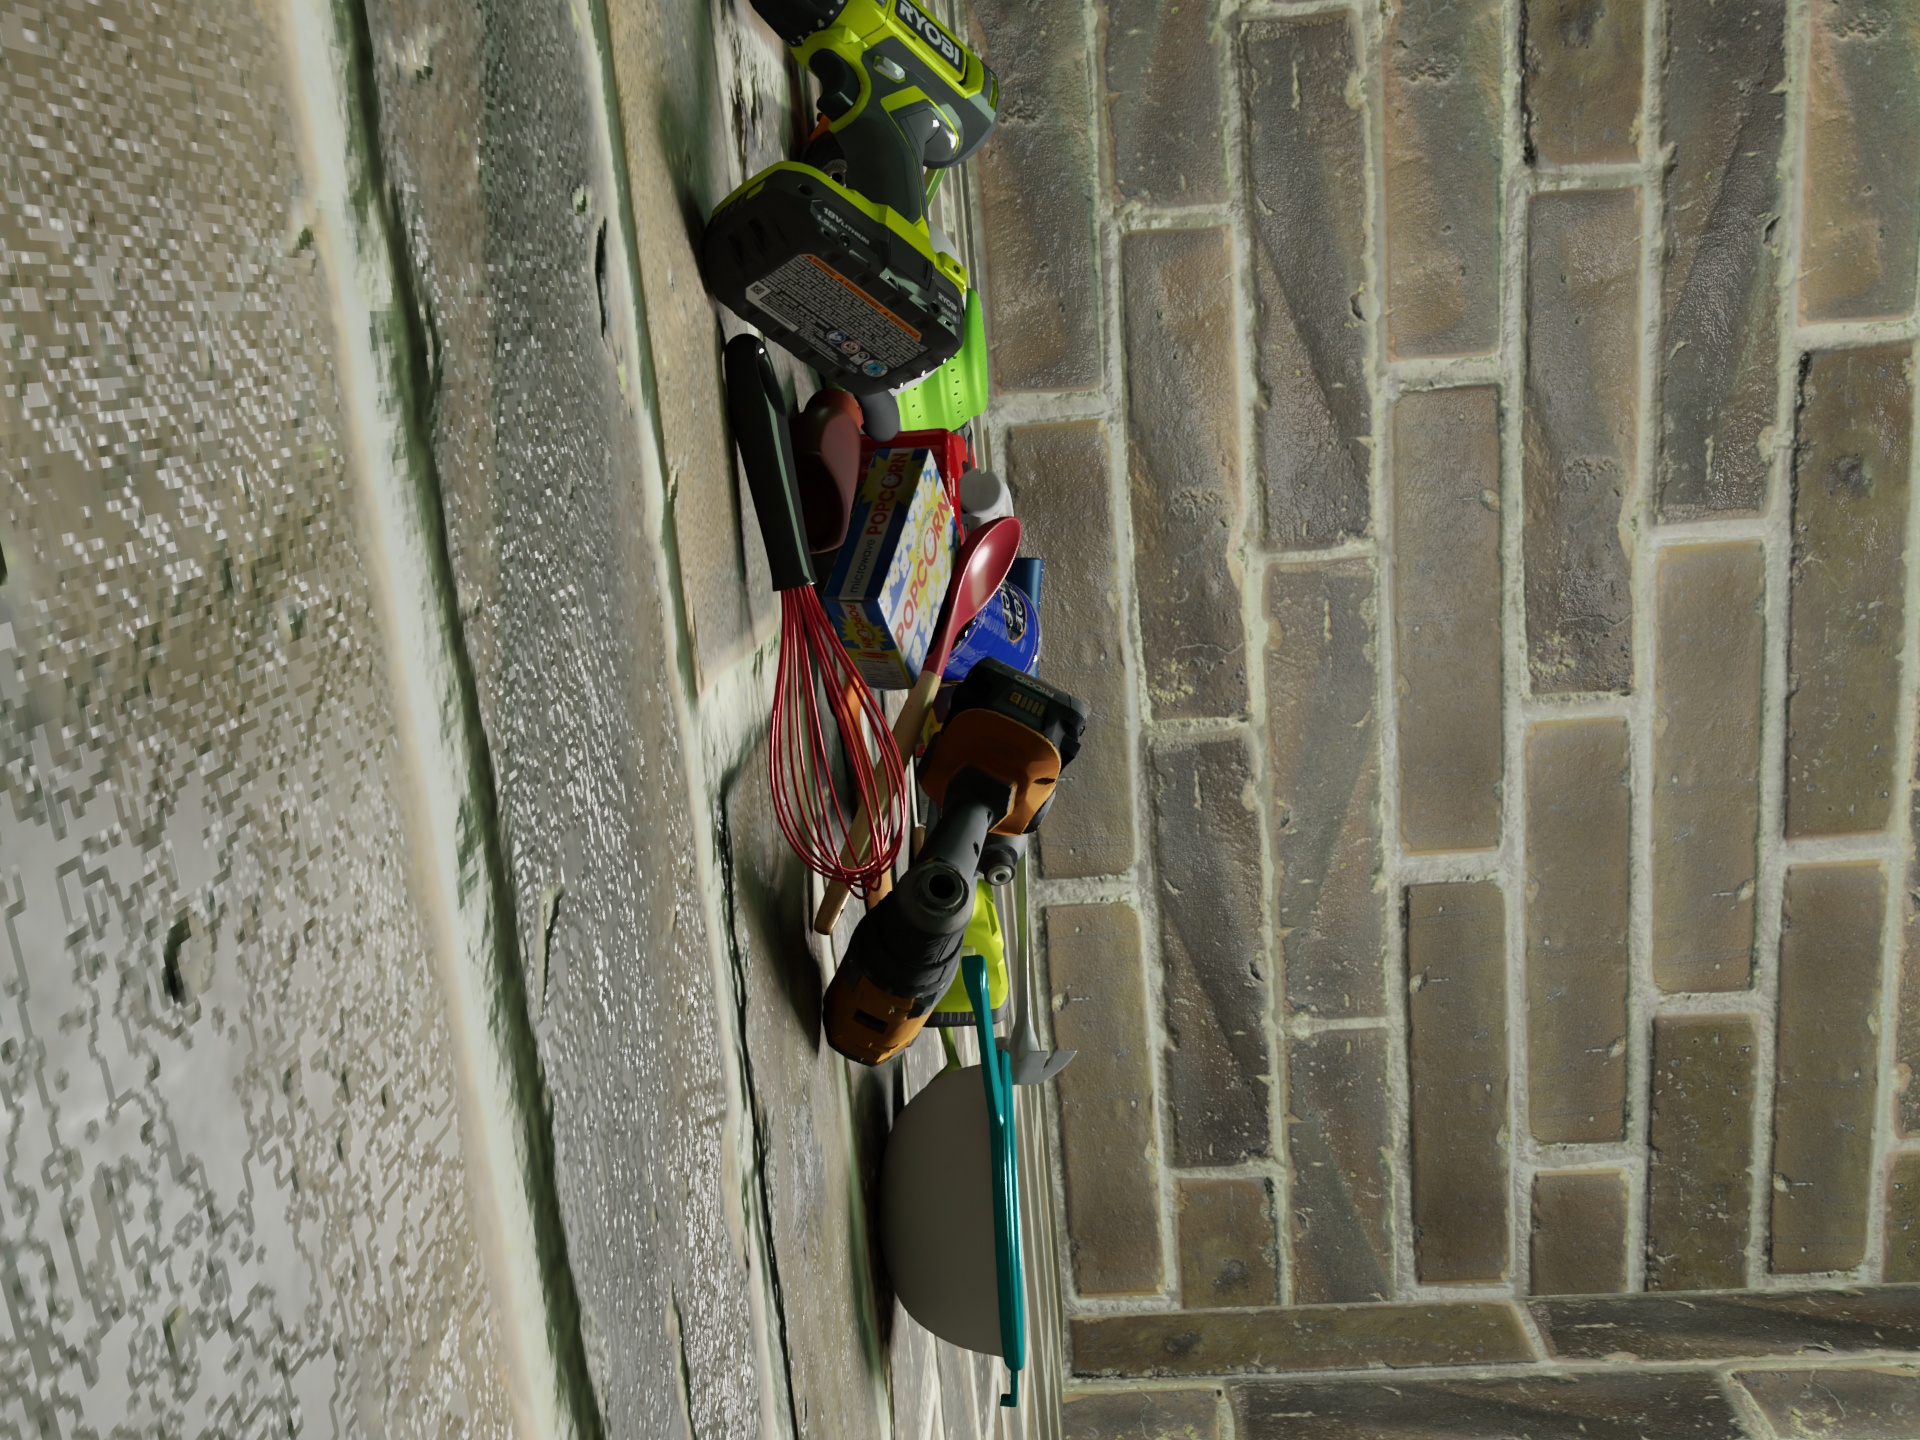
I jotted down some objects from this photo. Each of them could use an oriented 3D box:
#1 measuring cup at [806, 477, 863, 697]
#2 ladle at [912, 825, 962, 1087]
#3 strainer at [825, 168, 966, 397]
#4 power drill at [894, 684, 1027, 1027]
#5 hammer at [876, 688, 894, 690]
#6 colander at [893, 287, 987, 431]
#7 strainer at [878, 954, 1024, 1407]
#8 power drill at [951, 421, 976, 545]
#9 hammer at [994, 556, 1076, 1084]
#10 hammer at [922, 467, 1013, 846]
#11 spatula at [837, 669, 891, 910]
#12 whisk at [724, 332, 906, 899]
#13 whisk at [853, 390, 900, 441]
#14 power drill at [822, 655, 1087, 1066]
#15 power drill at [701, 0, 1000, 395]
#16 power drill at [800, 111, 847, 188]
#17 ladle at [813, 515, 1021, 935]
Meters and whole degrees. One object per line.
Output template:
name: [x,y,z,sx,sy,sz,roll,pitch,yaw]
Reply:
measuring cup: [-0.075,-0.084,0.976,0.083,0.038,0.168,79,7,-55]
ladle: [-0.031,0.215,1.307,0.078,0.062,0.321,83,-1,-47]
strainer: [-0.014,-0.332,1.118,0.151,0.069,0.256,64,50,-82]
power drill: [0.002,0.110,1.134,0.171,0.080,0.223,-104,-163,-49]
hammer: [-0.042,-0.064,1.385,0.331,0.033,0.128,60,28,-79]
colander: [-0.029,-0.404,1.438,0.204,0.094,0.397,67,19,-75]
strainer: [-0.013,0.284,1.056,0.211,0.095,0.340,-90,175,-54]
power drill: [-0.015,-0.249,1.611,0.227,0.080,0.187,-93,176,-49]
hammer: [0.050,0.075,1.224,0.144,0.035,0.405,151,-60,-74]
hammer: [-0.002,-0.004,1.307,0.143,0.038,0.386,21,77,-83]
spatula: [-0.054,0.067,1.095,0.081,0.041,0.322,-56,146,-57]
whisk: [-0.081,-0.050,0.815,0.073,0.073,0.296,-65,143,-80]
whisk: [-0.068,-0.232,0.983,0.284,0.070,0.070,61,26,-76]
power drill: [-0.002,0.070,0.908,0.226,0.084,0.185,-63,179,-34]
power drill: [-0.064,-0.302,0.814,0.190,0.080,0.229,28,54,-40]
power drill: [-0.077,-0.451,1.043,0.164,0.084,0.226,-84,173,-63]
ladle: [-0.027,-0.005,0.994,0.069,0.031,0.316,81,28,-57]
